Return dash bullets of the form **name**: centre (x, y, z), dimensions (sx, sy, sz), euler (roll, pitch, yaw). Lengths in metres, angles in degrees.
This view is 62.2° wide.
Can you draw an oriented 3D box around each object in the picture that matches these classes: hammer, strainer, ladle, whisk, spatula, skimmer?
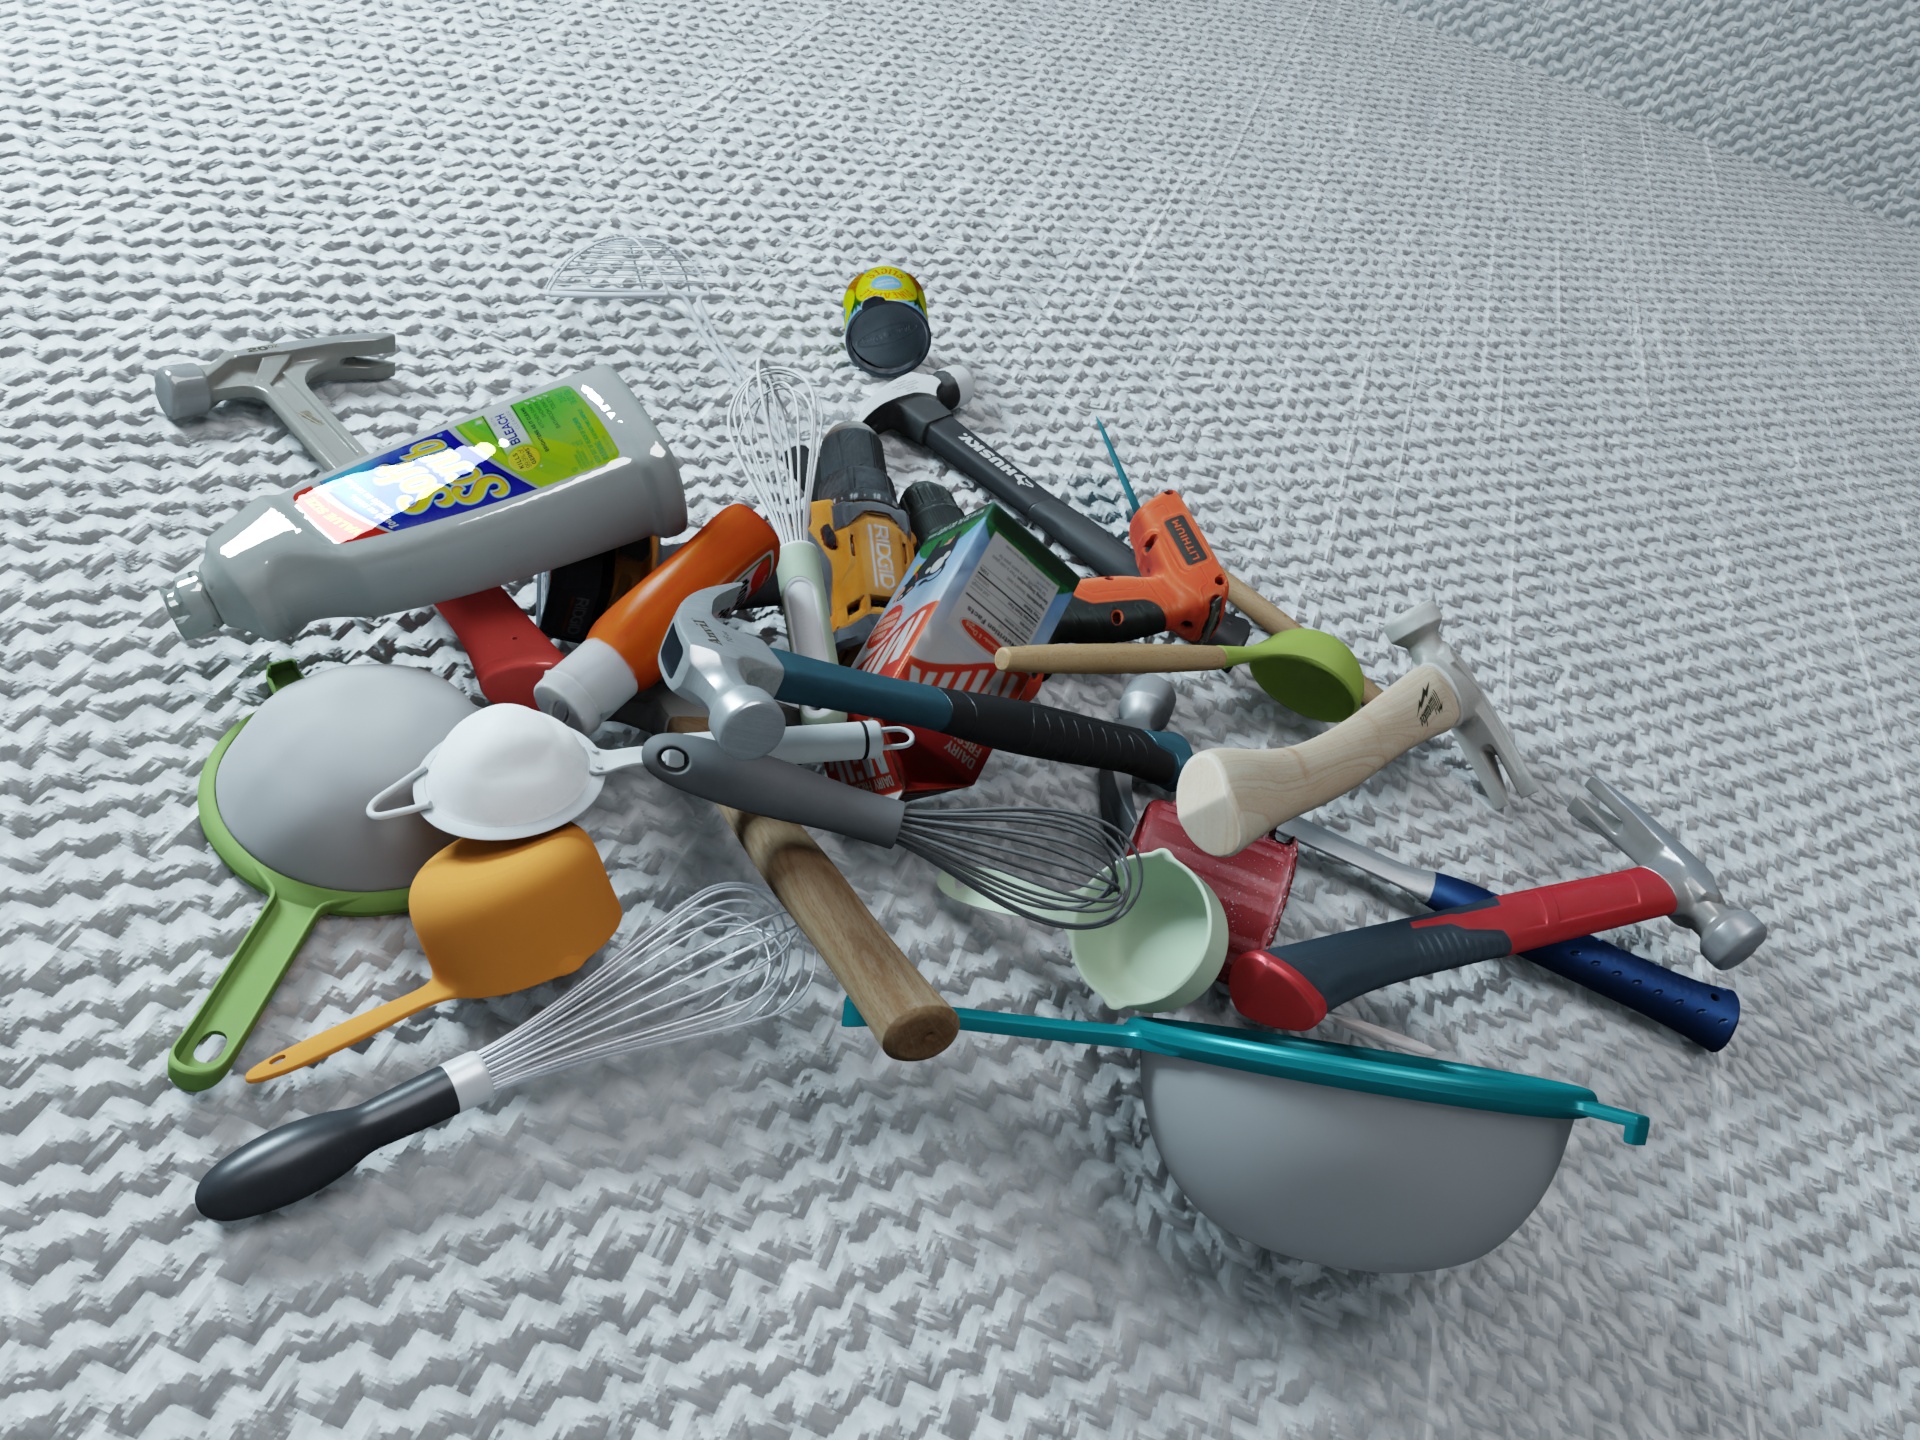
- **hammer**: centre (0.270, 0.100, 0.954), dimensions (0.405, 0.035, 0.144), euler (24, 40, 2)
- **hammer**: centre (-0.316, -0.121, 0.909), dimensions (0.149, 0.036, 0.359), euler (-21, 50, -38)
- **strainer**: centre (-0.143, 0.014, 0.748), dimensions (0.258, 0.050, 0.087), euler (-4, 38, -22)
- **ladle**: centre (0.137, -0.025, 0.958), dimensions (0.320, 0.062, 0.078), euler (-2, 10, -43)
- **whisk**: centre (-0.030, 0.045, 0.732), dimensions (0.239, 0.055, 0.055), euler (17, 41, -8)
- **hammer**: centre (0.234, 0.023, 0.910), dimensions (0.410, 0.038, 0.146), euler (-18, 77, -55)
- **hammer**: centre (0.290, 0.104, 0.890), dimensions (0.386, 0.038, 0.143), euler (-5, 43, -34)
- **hammer**: centre (-0.001, -0.003, 0.794), dimensions (0.330, 0.033, 0.128), euler (12, 24, -39)
- **spatula**: centre (0.205, -0.099, 1.134), dimensions (0.318, 0.044, 0.082), euler (41, 2, 16)
- **skimmer**: centre (-0.160, -0.210, 1.104), dimensions (0.127, 0.090, 0.363), euler (-16, 63, -47)
- **strainer**: centre (-0.293, 0.050, 0.730), dimensions (0.151, 0.069, 0.257), euler (18, 39, -6)
- **whisk**: centre (-0.184, 0.144, 0.691), dimensions (0.284, 0.070, 0.070), euler (-23, 57, -33)
- **whisk**: centre (-0.093, -0.101, 0.889), dimensions (0.058, 0.059, 0.247), euler (-14, 64, 5)
- **hammer**: centre (-0.089, 0.056, 0.767), dimensions (0.130, 0.031, 0.332), euler (1, 25, -32)
- **strainer**: centre (0.111, 0.187, 0.718), dimensions (0.340, 0.211, 0.095), euler (8, 82, -5)
- **hammer**: centre (0.066, -0.141, 1.127), dimensions (0.335, 0.035, 0.146), euler (39, 43, 18)

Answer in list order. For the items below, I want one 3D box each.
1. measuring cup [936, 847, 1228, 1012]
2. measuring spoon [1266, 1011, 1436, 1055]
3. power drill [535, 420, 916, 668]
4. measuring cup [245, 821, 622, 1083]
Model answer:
- **measuring cup**: centre (0.061, 0.101, 0.816), dimensions (0.168, 0.083, 0.038), euler (10, -15, 38)
- **measuring spoon**: centre (0.193, 0.160, 0.819), dimensions (0.034, 0.018, 0.124), euler (13, -2, -33)
- **power drill**: centre (-0.134, -0.118, 0.958), dimensions (0.226, 0.084, 0.186), euler (6, 57, -22)
- **measuring cup**: centre (-0.235, 0.096, 0.696), dimensions (0.173, 0.052, 0.095), euler (-27, 24, -32)
